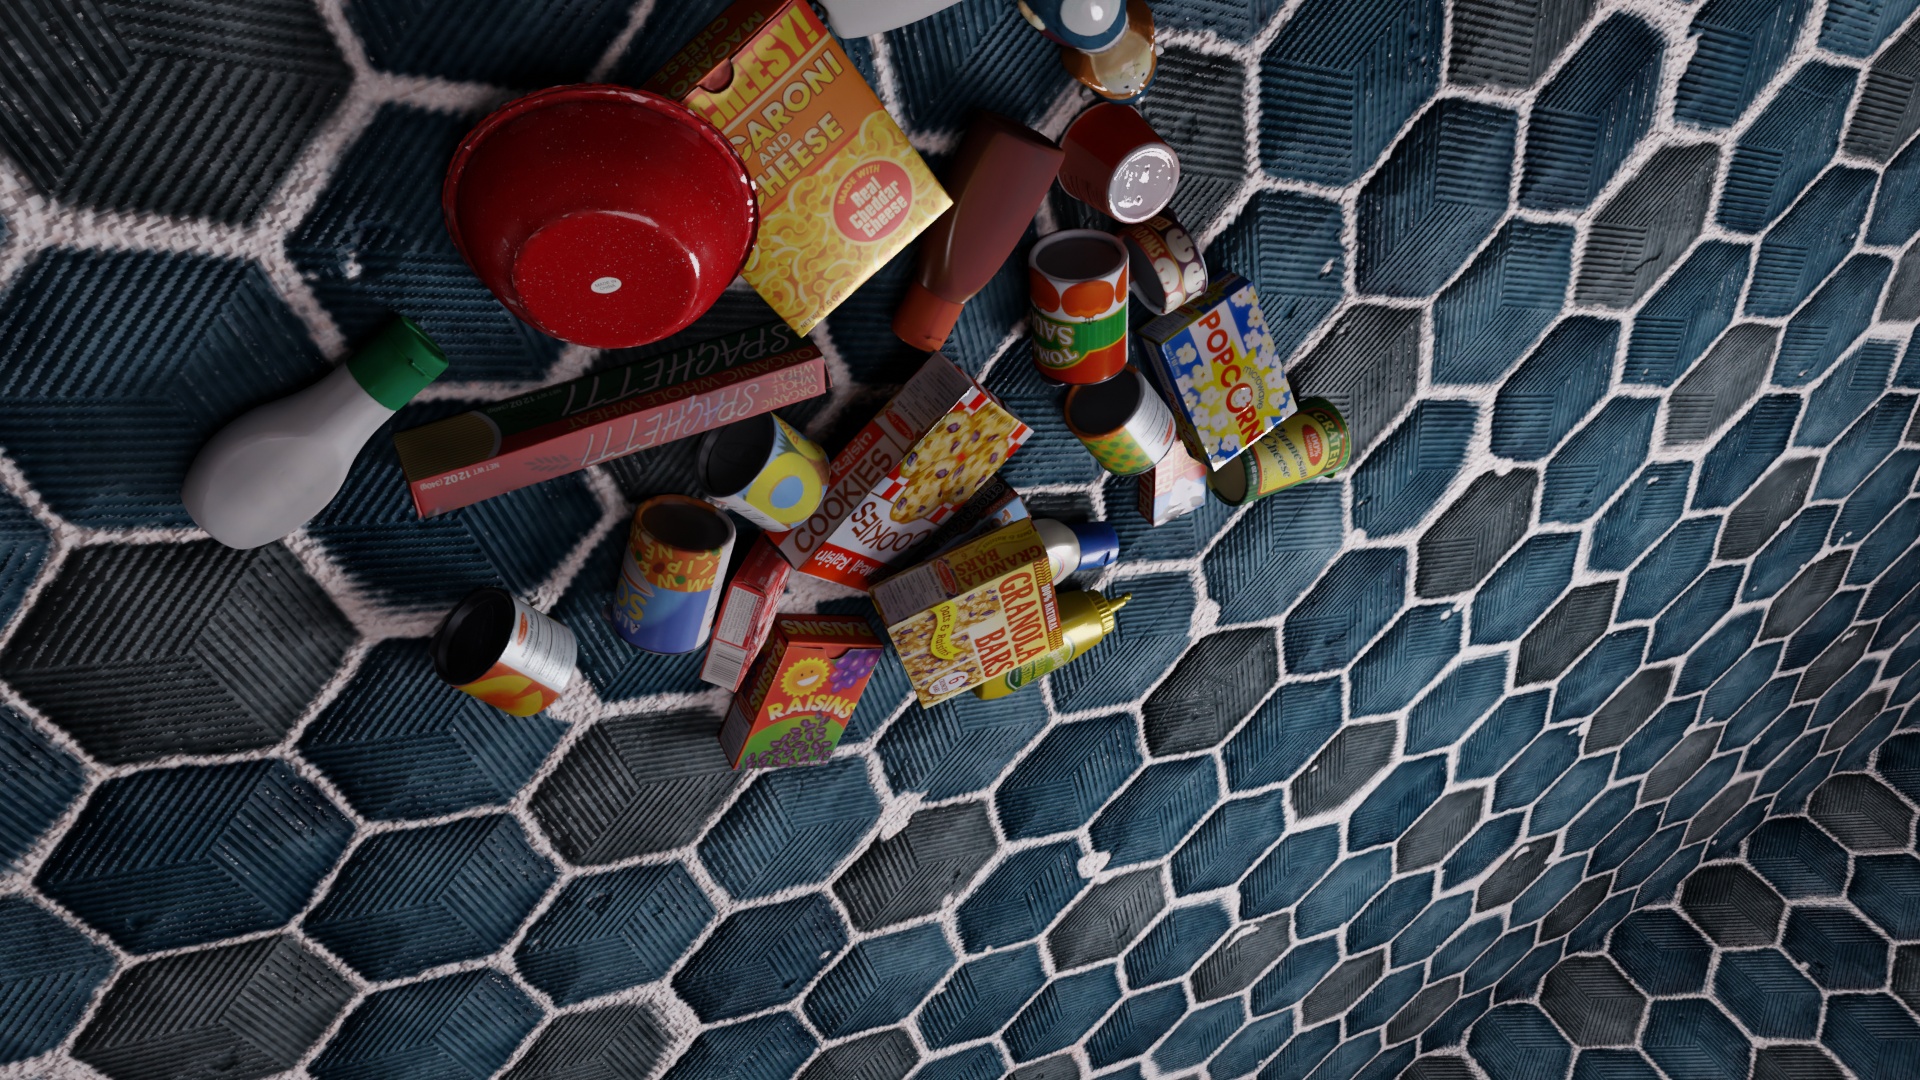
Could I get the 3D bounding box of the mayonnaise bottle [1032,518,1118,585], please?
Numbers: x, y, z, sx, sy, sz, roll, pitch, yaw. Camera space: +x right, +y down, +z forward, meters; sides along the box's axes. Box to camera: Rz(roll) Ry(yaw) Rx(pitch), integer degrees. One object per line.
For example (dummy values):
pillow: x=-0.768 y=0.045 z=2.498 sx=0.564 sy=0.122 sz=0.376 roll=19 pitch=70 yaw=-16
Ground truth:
mayonnaise bottle: x=0.053 y=0.013 z=1.081 sx=0.148 sy=0.041 sz=0.064 roll=-10 pitch=138 yaw=-28

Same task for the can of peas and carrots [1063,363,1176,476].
can of peas and carrots: x=0.114 y=-0.089 z=1.018 sx=0.071 sy=0.071 sz=0.058 roll=-43 pitch=138 yaw=5

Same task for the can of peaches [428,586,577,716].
can of peaches: x=-0.286 y=0.071 z=0.872 sx=0.071 sy=0.071 sz=0.058 roll=-42 pitch=139 yaw=4

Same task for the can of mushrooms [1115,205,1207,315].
can of mushrooms: x=0.134 y=-0.190 z=0.939 sx=0.033 sy=0.071 sz=0.070 roll=-30 pitch=138 yaw=-7

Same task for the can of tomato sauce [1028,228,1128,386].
can of tomato sauce: x=0.078 y=-0.155 z=0.928 sx=0.071 sy=0.071 sz=0.082 roll=-23 pitch=136 yaw=-17

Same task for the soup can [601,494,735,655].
soup can: x=-0.189 y=0.021 z=0.897 sx=0.071 sy=0.071 sz=0.083 roll=-3 pitch=127 yaw=-34

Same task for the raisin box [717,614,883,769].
raisin box: x=-0.121 y=0.115 z=1.049 sx=0.086 sy=0.040 sz=0.122 roll=5 pitch=122 yaw=-38

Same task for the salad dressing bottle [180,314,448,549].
salad dressing bottle: x=-0.339 y=-0.058 z=0.734 sx=0.147 sy=0.044 sz=0.064 roll=-40 pitch=137 yaw=0

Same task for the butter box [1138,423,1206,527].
butter box: x=0.171 y=-0.062 z=1.112 sx=0.053 sy=0.024 sz=0.103 roll=-24 pitch=137 yaw=-17

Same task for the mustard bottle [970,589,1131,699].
mustard bottle: x=0.076 y=0.076 z=1.148 sx=0.161 sy=0.049 sz=0.065 roll=-24 pitch=141 yaw=-16

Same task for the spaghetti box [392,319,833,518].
spaghetti box: x=-0.199 y=-0.076 z=0.814 sx=0.251 sy=0.050 sz=0.028 roll=-20 pitch=137 yaw=-20

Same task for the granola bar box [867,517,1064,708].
granola bar box: x=0.009 y=0.057 z=1.025 sx=0.124 sy=0.039 sz=0.165 roll=-24 pitch=153 yaw=-4

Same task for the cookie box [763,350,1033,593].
cookie box: x=-0.039 y=-0.041 z=0.942 sx=0.167 sy=0.040 sz=0.123 roll=-46 pitch=158 yaw=8

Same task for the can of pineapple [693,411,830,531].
can of pineapple: x=-0.124 y=-0.047 z=0.881 sx=0.071 sy=0.071 sz=0.058 roll=-45 pitch=139 yaw=8

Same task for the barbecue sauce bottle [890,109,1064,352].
barbecue sauce bottle: x=0.004 y=-0.188 z=0.864 sx=0.065 sy=0.044 sz=0.148 roll=7 pitch=122 yaw=-41

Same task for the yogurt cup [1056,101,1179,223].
yogurt cup: x=0.102 y=-0.237 z=0.882 sx=0.072 sy=0.054 sz=0.072 roll=-19 pitch=135 yaw=-20

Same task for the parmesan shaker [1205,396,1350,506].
parmesan shaker: x=0.256 y=-0.070 z=1.131 sx=0.103 sy=0.071 sz=0.071 roll=-19 pitch=135 yaw=-21

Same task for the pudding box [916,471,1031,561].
pudding box: x=0.004 y=-0.013 z=1.016 sx=0.084 sy=0.050 sz=0.030 roll=-35 pitch=137 yaw=-4

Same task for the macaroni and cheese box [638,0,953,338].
macaroni and cheese box: x=-0.096 y=-0.209 z=0.775 sx=0.123 sy=0.040 sz=0.166 roll=-42 pitch=139 yaw=3

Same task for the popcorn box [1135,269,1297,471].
popcorn box: x=0.193 y=-0.126 z=1.037 sx=0.085 sy=0.038 sz=0.126 roll=-36 pitch=126 yaw=-9
